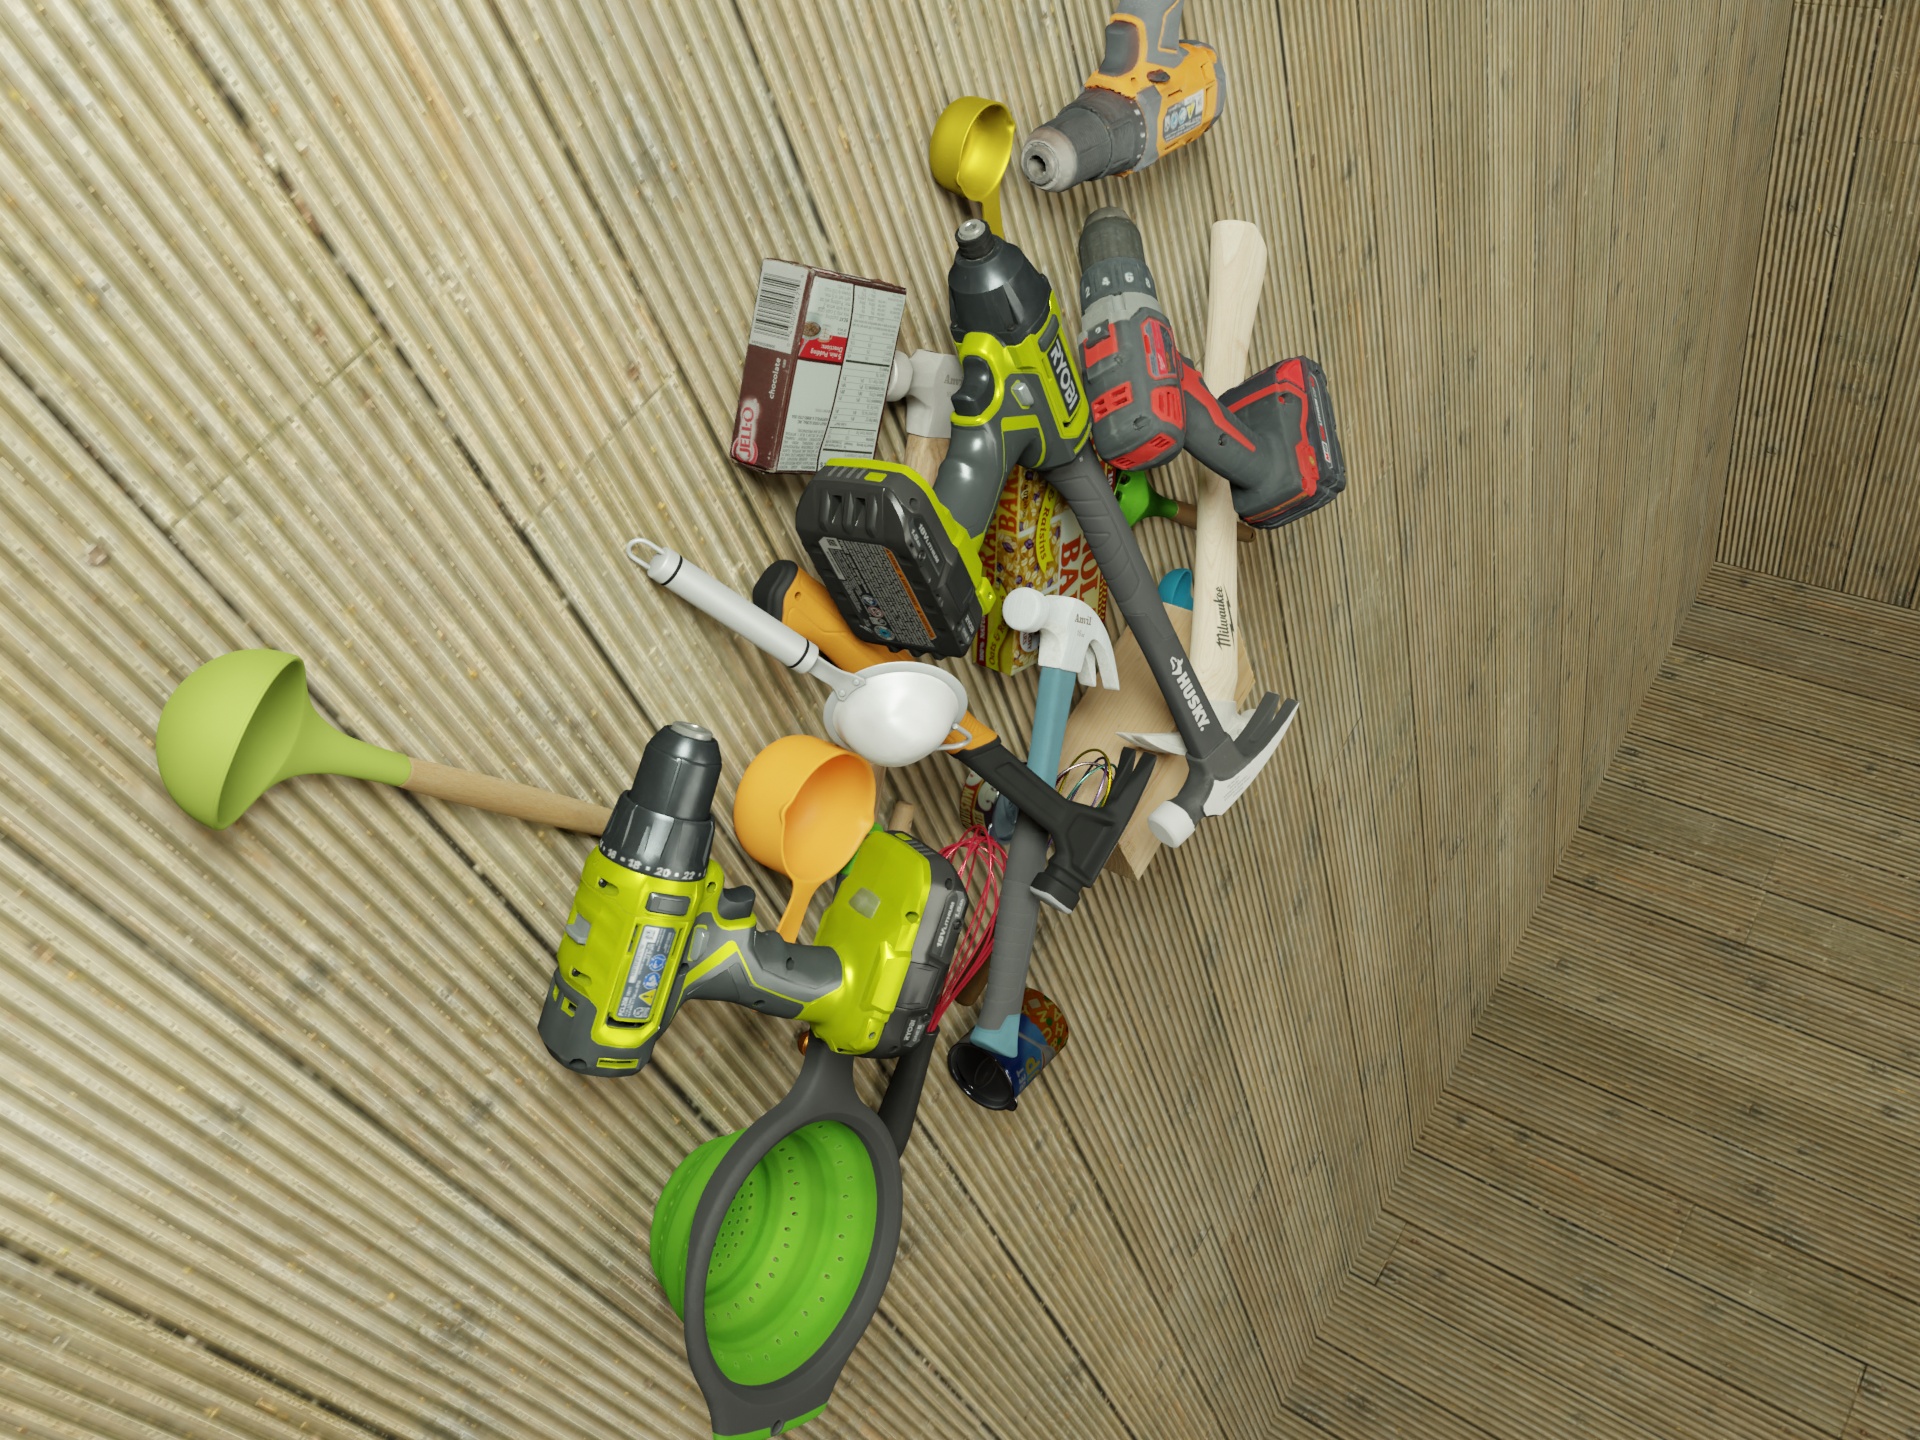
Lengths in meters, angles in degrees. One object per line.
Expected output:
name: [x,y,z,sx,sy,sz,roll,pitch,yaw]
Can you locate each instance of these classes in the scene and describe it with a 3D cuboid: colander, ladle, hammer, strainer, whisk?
colander: [-0.121,0.257,1.047,0.204,0.094,0.397,13,86,-54]
ladle: [-0.240,0.033,0.760,0.320,0.062,0.078,26,86,-61]
hammer: [-0.002,-0.003,1.015,0.336,0.034,0.127,39,77,-36]
strainer: [-0.084,-0.030,0.901,0.258,0.087,0.050,34,33,-32]
whisk: [0.055,0.123,1.227,0.051,0.047,0.245,-13,136,-58]
hammer: [0.192,-0.177,1.226,0.146,0.038,0.410,1,93,-36]
hammer: [0.139,-0.072,1.131,0.146,0.035,0.334,-41,123,-17]
whisk: [-0.021,0.213,1.194,0.073,0.073,0.295,-10,122,-54]
hammer: [0.050,0.077,1.128,0.128,0.033,0.331,6,94,-56]
hammer: [-0.040,-0.070,1.025,0.130,0.031,0.331,-11,117,-54]

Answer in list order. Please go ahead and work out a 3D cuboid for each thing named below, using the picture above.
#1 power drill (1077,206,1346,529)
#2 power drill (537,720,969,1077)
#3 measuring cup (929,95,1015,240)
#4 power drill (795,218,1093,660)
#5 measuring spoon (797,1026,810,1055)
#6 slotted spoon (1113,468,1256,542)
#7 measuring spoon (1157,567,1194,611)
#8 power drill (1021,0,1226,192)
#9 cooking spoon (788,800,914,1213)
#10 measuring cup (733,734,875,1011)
power drill: [0.164,-0.241,1.105,0.226,0.080,0.188,15,61,-43]
power drill: [-0.111,0.107,0.903,0.228,0.080,0.190,13,99,-39]
measuring cup: [0.008,-0.310,0.974,0.062,0.029,0.156,-52,156,-25]
power drill: [-0.002,-0.163,0.923,0.223,0.080,0.171,-63,147,-28]
measuring spoon: [-0.094,0.178,1.112,0.021,0.011,0.117,14,93,-60]
slotted spoon: [0.182,-0.169,1.310,0.313,0.031,0.070,1,107,-59]
measuring spoon: [0.191,-0.099,1.379,0.042,0.021,0.128,-67,158,-8]
power drill: [0.101,-0.447,0.978,0.185,0.084,0.226,-40,143,-36]
cooking spoon: [-0.081,0.209,1.138,0.068,0.017,0.319,-2,110,-64]
measuring cup: [-0.114,0.092,0.990,0.095,0.052,0.173,13,98,-58]
